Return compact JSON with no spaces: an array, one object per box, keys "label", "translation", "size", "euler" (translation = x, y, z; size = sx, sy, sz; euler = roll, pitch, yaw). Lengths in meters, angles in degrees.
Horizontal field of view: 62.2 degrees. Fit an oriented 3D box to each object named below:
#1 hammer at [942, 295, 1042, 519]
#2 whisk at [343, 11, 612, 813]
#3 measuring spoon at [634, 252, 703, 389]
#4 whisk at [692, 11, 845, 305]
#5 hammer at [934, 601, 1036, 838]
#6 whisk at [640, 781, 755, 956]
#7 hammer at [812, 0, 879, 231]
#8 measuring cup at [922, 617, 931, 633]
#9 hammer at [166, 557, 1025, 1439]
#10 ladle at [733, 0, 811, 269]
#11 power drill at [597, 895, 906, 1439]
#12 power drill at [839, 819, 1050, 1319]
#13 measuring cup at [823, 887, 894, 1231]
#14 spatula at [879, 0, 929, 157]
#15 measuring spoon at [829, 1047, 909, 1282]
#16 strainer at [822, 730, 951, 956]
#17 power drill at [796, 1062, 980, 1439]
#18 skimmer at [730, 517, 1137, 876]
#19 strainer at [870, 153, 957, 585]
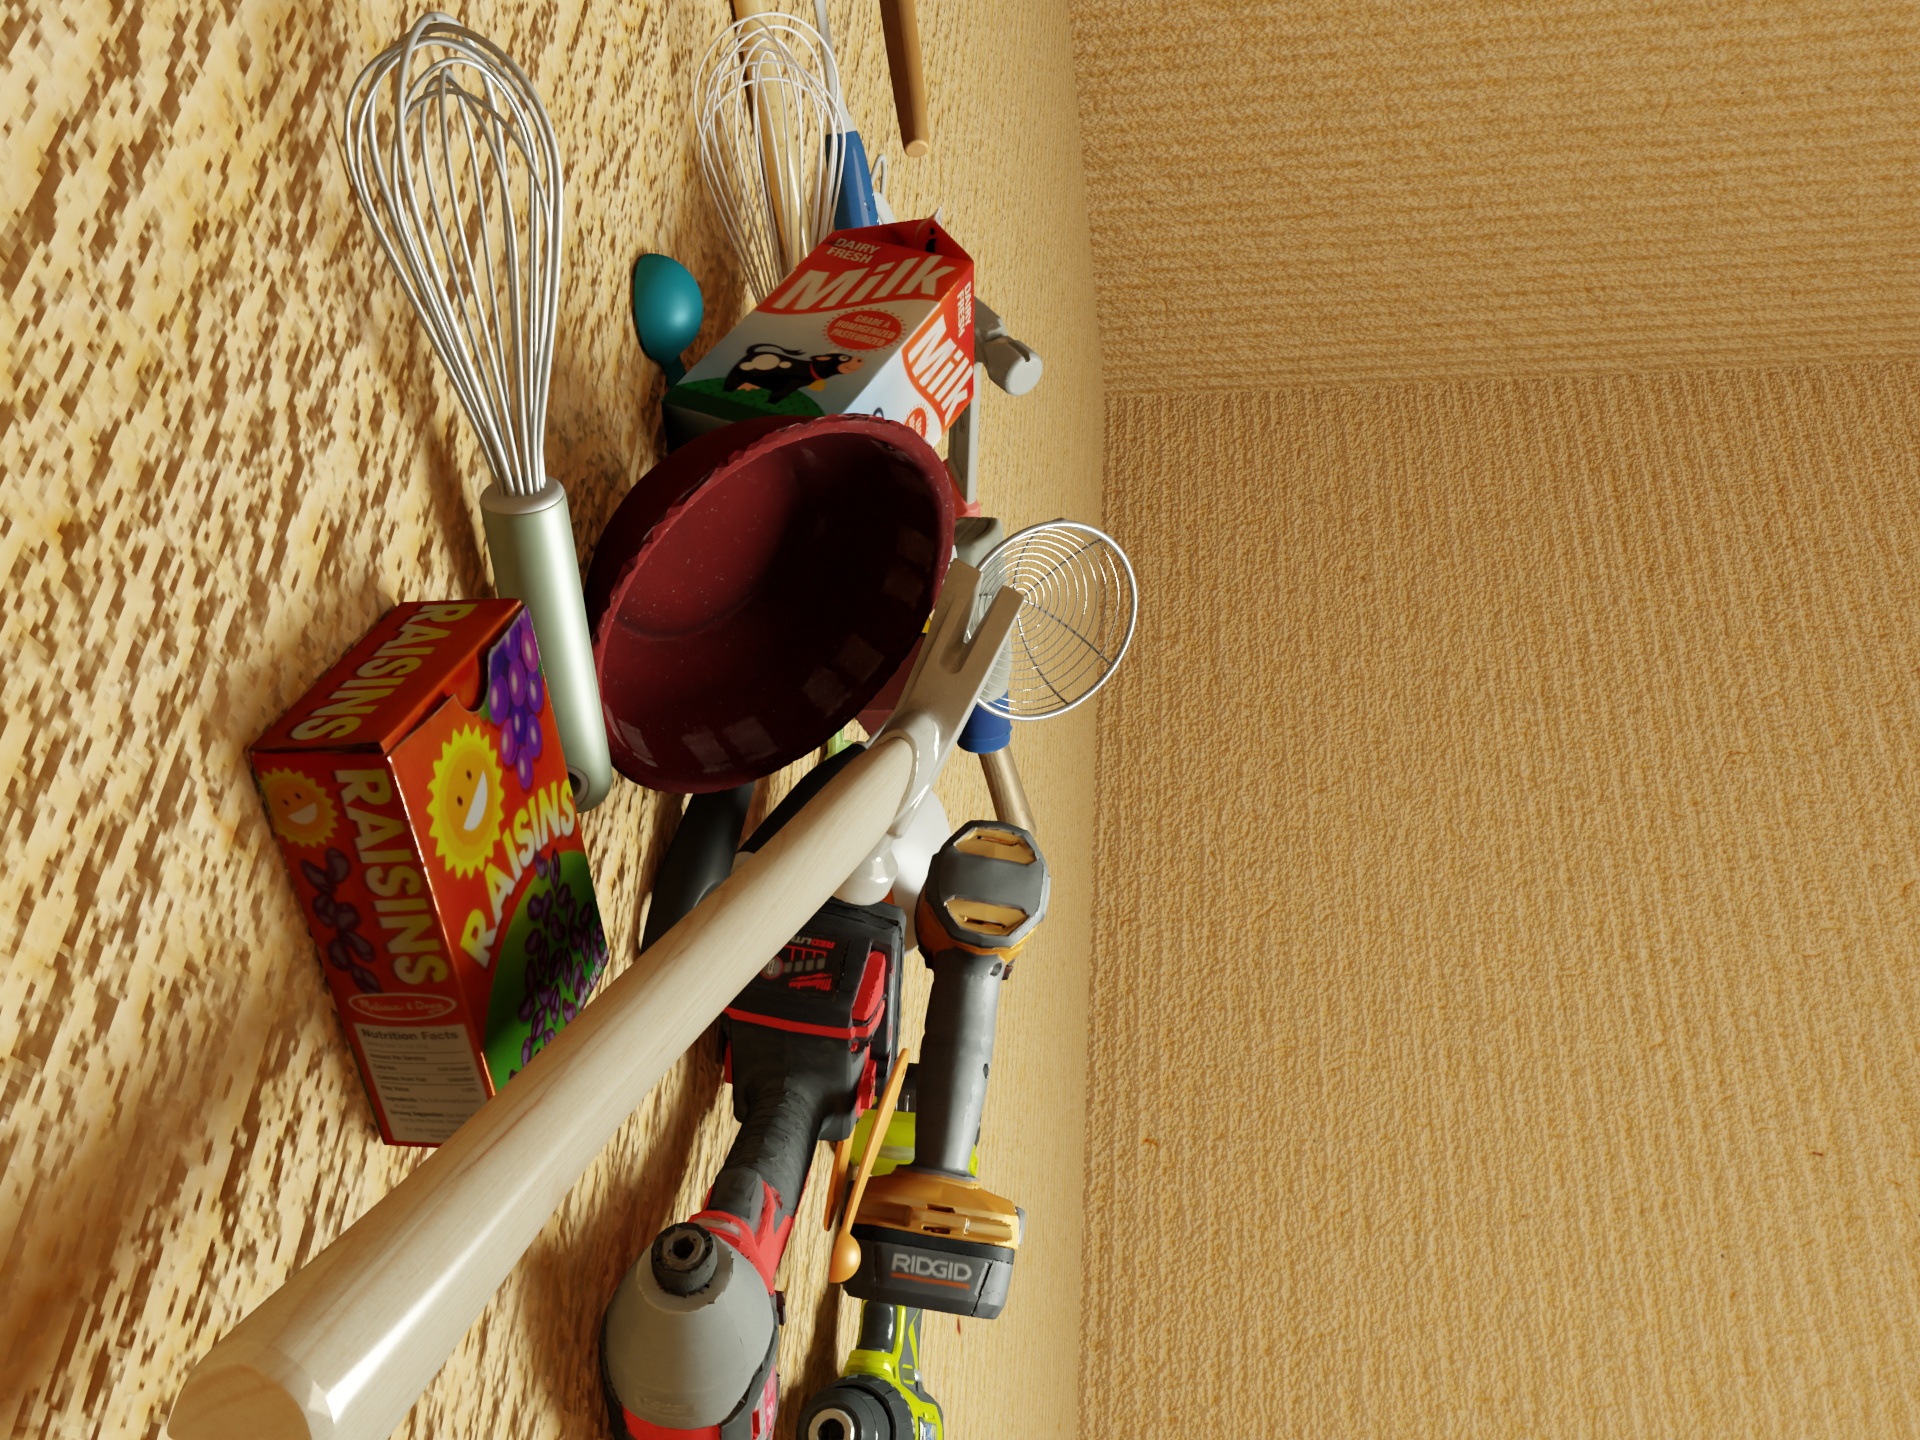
[{"label":"hammer","translation":[-0.006,-0.148,1.166],"size":[0.149,0.036,0.358],"euler":[45,-31,34]},{"label":"whisk","translation":[-0.129,-0.074,0.463],"size":[0.059,0.058,0.246],"euler":[-75,167,-55]},{"label":"measuring spoon","translation":[-0.108,-0.138,0.670],"size":[0.128,0.021,0.042],"euler":[77,15,-48]},{"label":"whisk","translation":[-0.080,-0.191,0.764],"size":[0.070,0.070,0.284],"euler":[-80,170,-50]},{"label":"hammer","translation":[0.003,-0.044,1.122],"size":[0.130,0.031,0.331],"euler":[-86,162,-57]},{"label":"whisk","translation":[-0.087,-0.016,0.702],"size":[0.073,0.073,0.296],"euler":[78,20,-50]},{"label":"hammer","translation":[-0.064,-0.307,0.802],"size":[0.144,0.035,0.405],"euler":[-80,162,-68]},{"label":"measuring cup","translation":[-0.047,-0.095,1.086],"size":[0.062,0.029,0.156],"euler":[-71,147,-70]},{"label":"hammer","translation":[-0.066,0.058,0.460],"size":[0.146,0.038,0.411],"euler":[-64,174,21]},{"label":"ladle","translation":[-0.084,-0.249,0.829],"size":[0.069,0.031,0.315],"euler":[-85,168,-52]},{"label":"power drill","translation":[-0.080,0.172,0.617],"size":[0.220,0.078,0.143],"euler":[-75,172,-49]},{"label":"power drill","translation":[-0.006,0.177,0.810],"size":[0.185,0.084,0.226],"euler":[108,-9,-72]},{"label":"measuring cup","translation":[-0.073,0.162,0.794],"size":[0.095,0.052,0.174],"euler":[67,31,-71]},{"label":"spatula","translation":[-0.049,-0.424,0.827],"size":[0.081,0.041,0.323],"euler":[92,-9,-69]},{"label":"measuring spoon","translation":[-0.034,0.181,0.657],"size":[0.117,0.011,0.021],"euler":[-70,169,-51]},{"label":"strainer","translation":[-0.031,0.105,0.987],"size":[0.256,0.069,0.152],"euler":[63,27,-67]},{"label":"power drill","translation":[-0.042,0.311,0.885],"size":[0.190,0.080,0.229],"euler":[73,21,-64]},{"label":"skimmer","translation":[-0.001,-0.003,0.851],"size":[0.363,0.090,0.127],"euler":[-48,141,-54]},{"label":"strainer","translation":[-0.038,-0.201,0.942],"size":[0.087,0.050,0.258],"euler":[-18,95,-72]}]
